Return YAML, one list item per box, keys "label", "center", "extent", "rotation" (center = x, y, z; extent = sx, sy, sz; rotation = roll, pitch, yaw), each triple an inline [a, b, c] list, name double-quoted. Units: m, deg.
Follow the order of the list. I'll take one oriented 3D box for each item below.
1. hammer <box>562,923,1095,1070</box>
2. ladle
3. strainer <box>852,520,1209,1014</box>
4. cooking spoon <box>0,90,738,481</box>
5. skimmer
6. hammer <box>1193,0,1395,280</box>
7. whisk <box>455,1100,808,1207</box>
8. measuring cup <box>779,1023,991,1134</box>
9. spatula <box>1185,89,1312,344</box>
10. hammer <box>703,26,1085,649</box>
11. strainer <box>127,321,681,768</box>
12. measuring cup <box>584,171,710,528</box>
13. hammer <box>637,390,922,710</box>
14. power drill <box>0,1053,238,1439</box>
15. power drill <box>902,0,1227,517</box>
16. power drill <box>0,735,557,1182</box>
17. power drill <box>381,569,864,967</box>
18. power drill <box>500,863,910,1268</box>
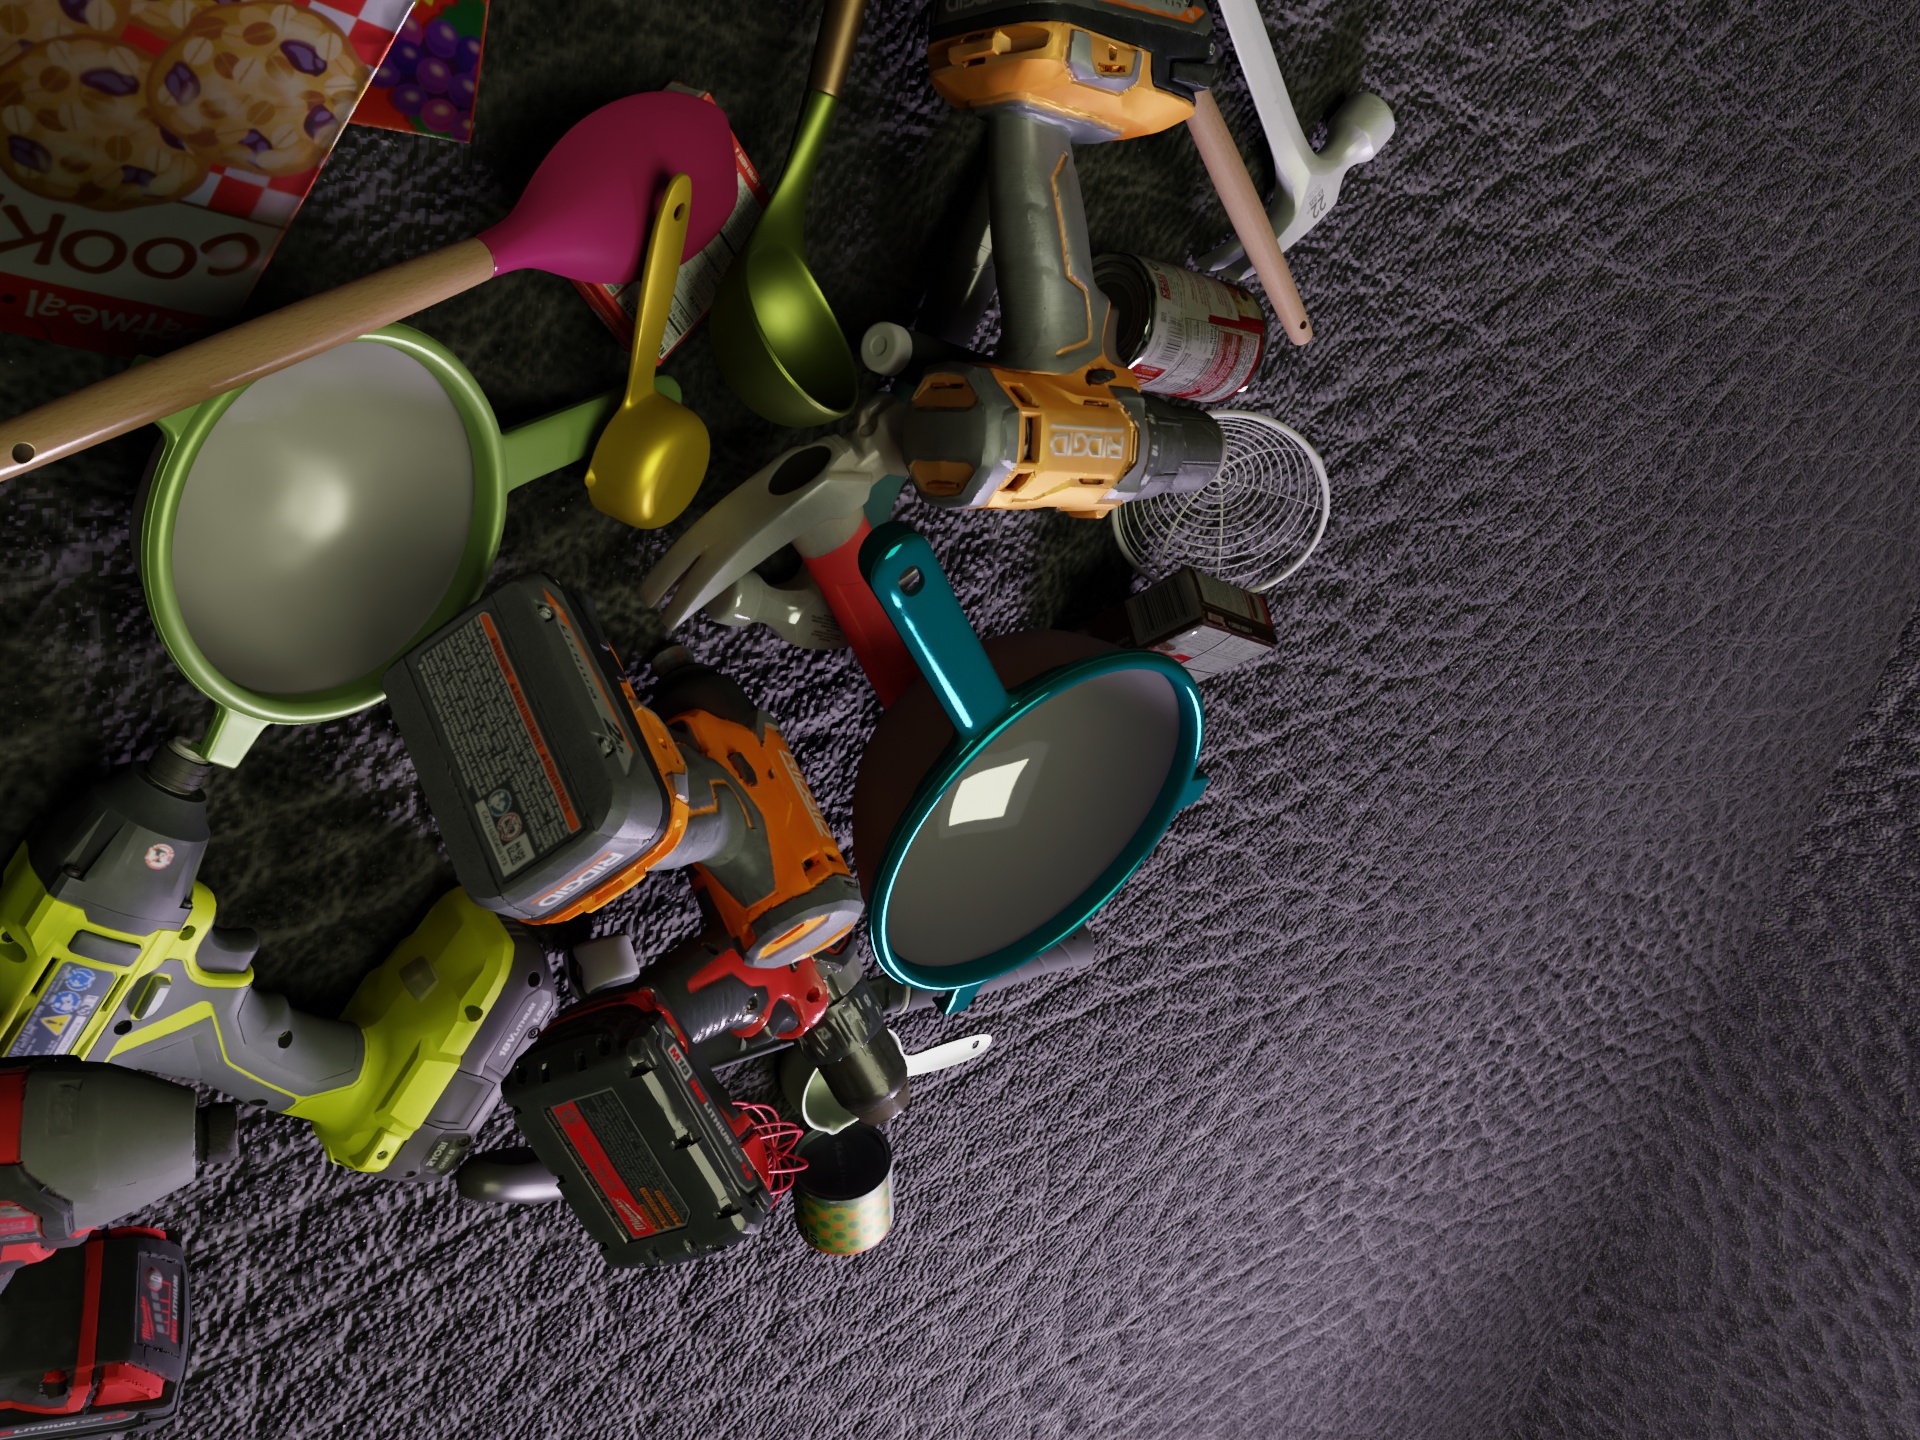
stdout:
- label: "hammer"
  center: [-0.046, 0.169, 0.947]
  extent: [0.036, 0.149, 0.408]
  rotation: [-27, 167, 38]
- label: "ladle"
  center: [-0.039, -0.278, 0.643]
  extent: [0.078, 0.062, 0.320]
  rotation: [1, 106, -64]
- label: "strainer"
  center: [-0.001, -0.002, 0.761]
  extent: [0.211, 0.095, 0.340]
  rotation: [-41, 145, -8]
- label: "cooking spoon"
  center: [-0.184, -0.149, 0.543]
  extent: [0.319, 0.017, 0.068]
  rotation: [-40, 138, -39]
- label: "skimmer"
  center: [0.079, -0.132, 0.829]
  extent: [0.127, 0.090, 0.363]
  rotation: [-37, 159, 27]
- label: "hammer"
  center: [0.115, -0.387, 0.769]
  extent: [0.144, 0.035, 0.405]
  rotation: [-50, 141, -7]
- label: "whisk"
  center: [-0.168, 0.240, 0.855]
  extent: [0.073, 0.073, 0.295]
  rotation: [-57, 154, 2]
- label: "measuring cup"
  center: [-0.047, 0.212, 1.020]
  extent: [0.167, 0.038, 0.083]
  rotation: [-2, 117, -47]
- label: "spatula"
  center: [0.120, -0.299, 0.796]
  extent: [0.060, 0.018, 0.315]
  rotation: [-45, 136, -2]
- label: "hammer"
  center: [-0.012, -0.186, 0.781]
  extent: [0.128, 0.033, 0.331]
  rotation: [13, 106, -48]
- label: "strainer"
  center: [-0.216, -0.101, 0.621]
  extent: [0.256, 0.069, 0.151]
  rotation: [-38, 141, -48]
- label: "measuring cup"
  center: [-0.117, -0.144, 0.643]
  extent: [0.062, 0.029, 0.156]
  rotation: [-47, 163, -48]
- label: "hammer"
  center: [-0.034, -0.002, 0.844]
  extent: [0.143, 0.038, 0.385]
  rotation: [-39, 147, -9]
- label: "power drill"
  center: [-0.346, 0.196, 0.592]
  extent: [0.143, 0.079, 0.219]
  rotation: [0, 140, -24]
- label: "power drill"
  center: [0.061, -0.204, 0.711]
  extent: [0.185, 0.084, 0.226]
  rotation: [-6, 102, -44]
- label: "power drill"
  center: [-0.291, 0.110, 0.670]
  extent: [0.223, 0.080, 0.171]
  rotation: [31, 94, -48]
- label: "power drill"
  center: [-0.134, 0.017, 0.671]
  extent: [0.084, 0.164, 0.226]
  rotation: [-33, 158, 11]
- label: "power drill"
  center: [-0.103, 0.165, 0.778]
  extent: [0.187, 0.080, 0.227]
  rotation: [62, 25, -13]
